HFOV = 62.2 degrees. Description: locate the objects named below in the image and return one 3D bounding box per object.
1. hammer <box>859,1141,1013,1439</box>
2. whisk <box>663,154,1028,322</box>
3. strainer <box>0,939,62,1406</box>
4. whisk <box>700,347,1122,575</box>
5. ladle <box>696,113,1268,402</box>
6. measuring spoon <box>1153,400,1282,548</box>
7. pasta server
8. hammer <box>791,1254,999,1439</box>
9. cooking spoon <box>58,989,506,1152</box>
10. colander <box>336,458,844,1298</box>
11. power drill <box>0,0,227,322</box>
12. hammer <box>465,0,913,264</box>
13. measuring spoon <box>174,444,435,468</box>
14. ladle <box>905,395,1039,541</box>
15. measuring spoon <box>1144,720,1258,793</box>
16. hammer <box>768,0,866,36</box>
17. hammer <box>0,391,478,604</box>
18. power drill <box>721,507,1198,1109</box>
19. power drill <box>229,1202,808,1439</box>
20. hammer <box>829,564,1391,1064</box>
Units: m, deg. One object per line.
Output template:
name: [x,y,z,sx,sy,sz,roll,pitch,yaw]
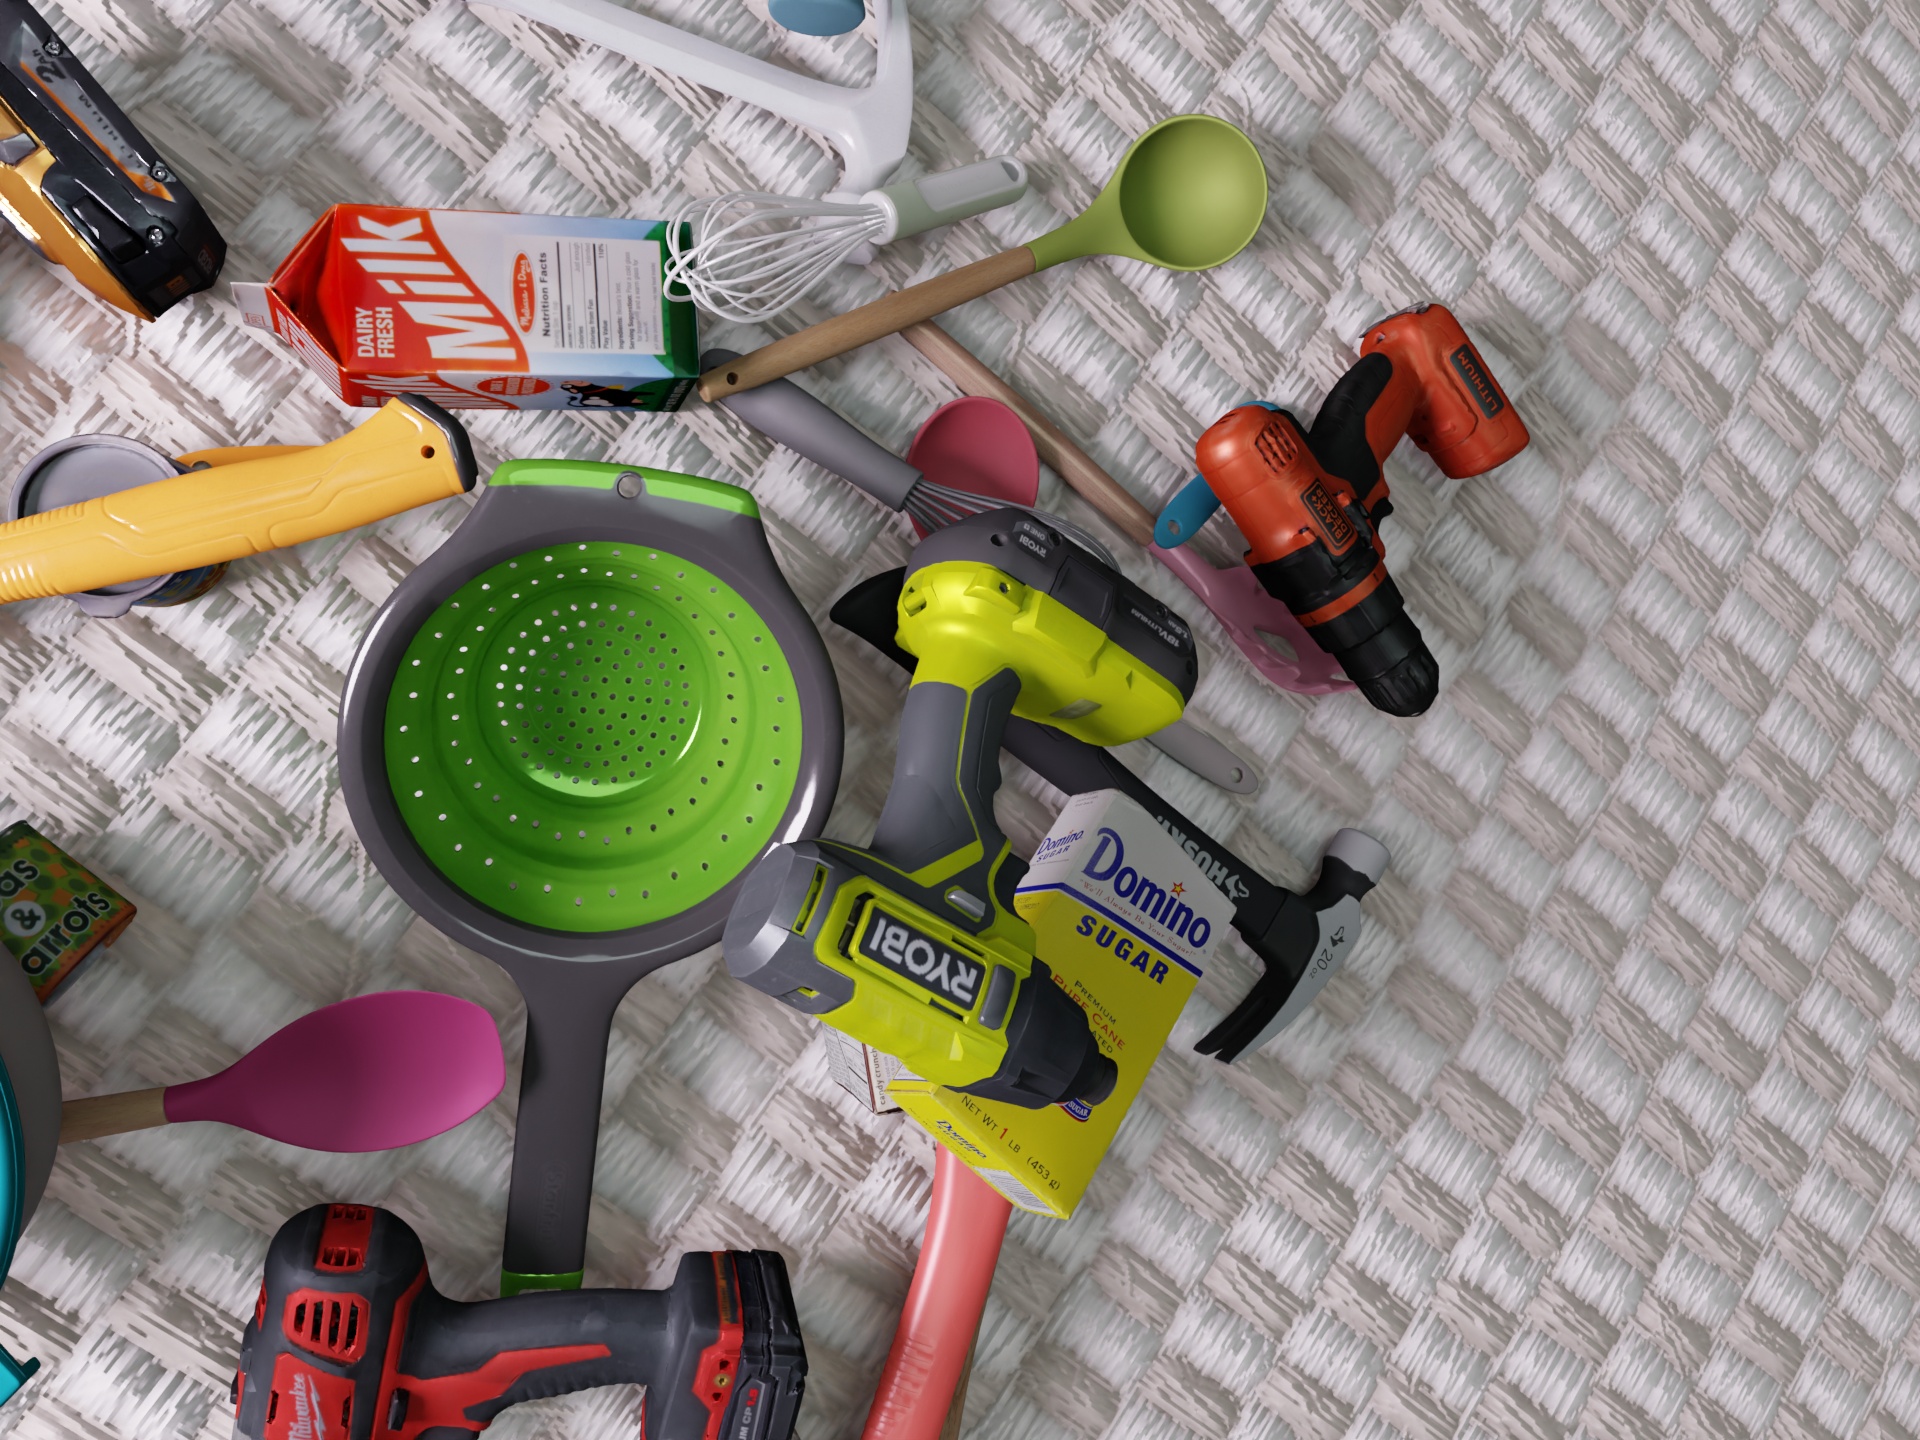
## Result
hammer: [-0.026,0.353,0.733,0.149,0.037,0.359,22,81,-17]
whisk: [-0.044,-0.232,0.738,0.246,0.059,0.058,-34,91,-43]
strainer: [-0.472,0.131,0.585,0.340,0.095,0.211,1,100,9]
whisk: [-0.024,-0.112,0.759,0.239,0.055,0.055,32,78,3]
ladle: [0.017,-0.220,0.780,0.320,0.062,0.078,-28,106,-22]
measuring spoon: [0.140,-0.129,0.829,0.042,0.021,0.129,48,56,-6]
pasta server: [0.085,-0.116,0.823,0.316,0.040,0.060,39,55,-11]
hammer: [0.004,0.254,0.784,0.130,0.031,0.331,15,83,-18]
cooking spoon: [-0.348,0.160,0.646,0.319,0.017,0.068,-9,103,-7]
colander: [-0.172,0.078,0.714,0.204,0.095,0.397,5,104,-16]
power drill: [-0.411,-0.154,0.640,0.226,0.084,0.185,-41,101,-11]
hammer: [-0.212,-0.346,0.735,0.405,0.035,0.144,15,83,-17]
measuring spoon: [-0.292,-0.114,0.711,0.117,0.011,0.021,-6,90,-18]
ladle: [-0.001,-0.003,0.796,0.069,0.031,0.315,3,89,-10]
measuring spoon: [0.111,0.006,0.836,0.124,0.018,0.034,31,79,-16]
hammer: [-0.030,-0.476,0.780,0.128,0.033,0.331,19,74,-15]
hammer: [-0.347,-0.051,0.591,0.337,0.034,0.127,-17,97,-10]
power drill: [0.017,0.040,0.664,0.171,0.080,0.223,31,60,-21]
power drill: [-0.194,0.306,0.684,0.226,0.080,0.188,10,104,-17]
hammer: [0.070,0.038,0.795,0.334,0.035,0.146,38,77,-20]
